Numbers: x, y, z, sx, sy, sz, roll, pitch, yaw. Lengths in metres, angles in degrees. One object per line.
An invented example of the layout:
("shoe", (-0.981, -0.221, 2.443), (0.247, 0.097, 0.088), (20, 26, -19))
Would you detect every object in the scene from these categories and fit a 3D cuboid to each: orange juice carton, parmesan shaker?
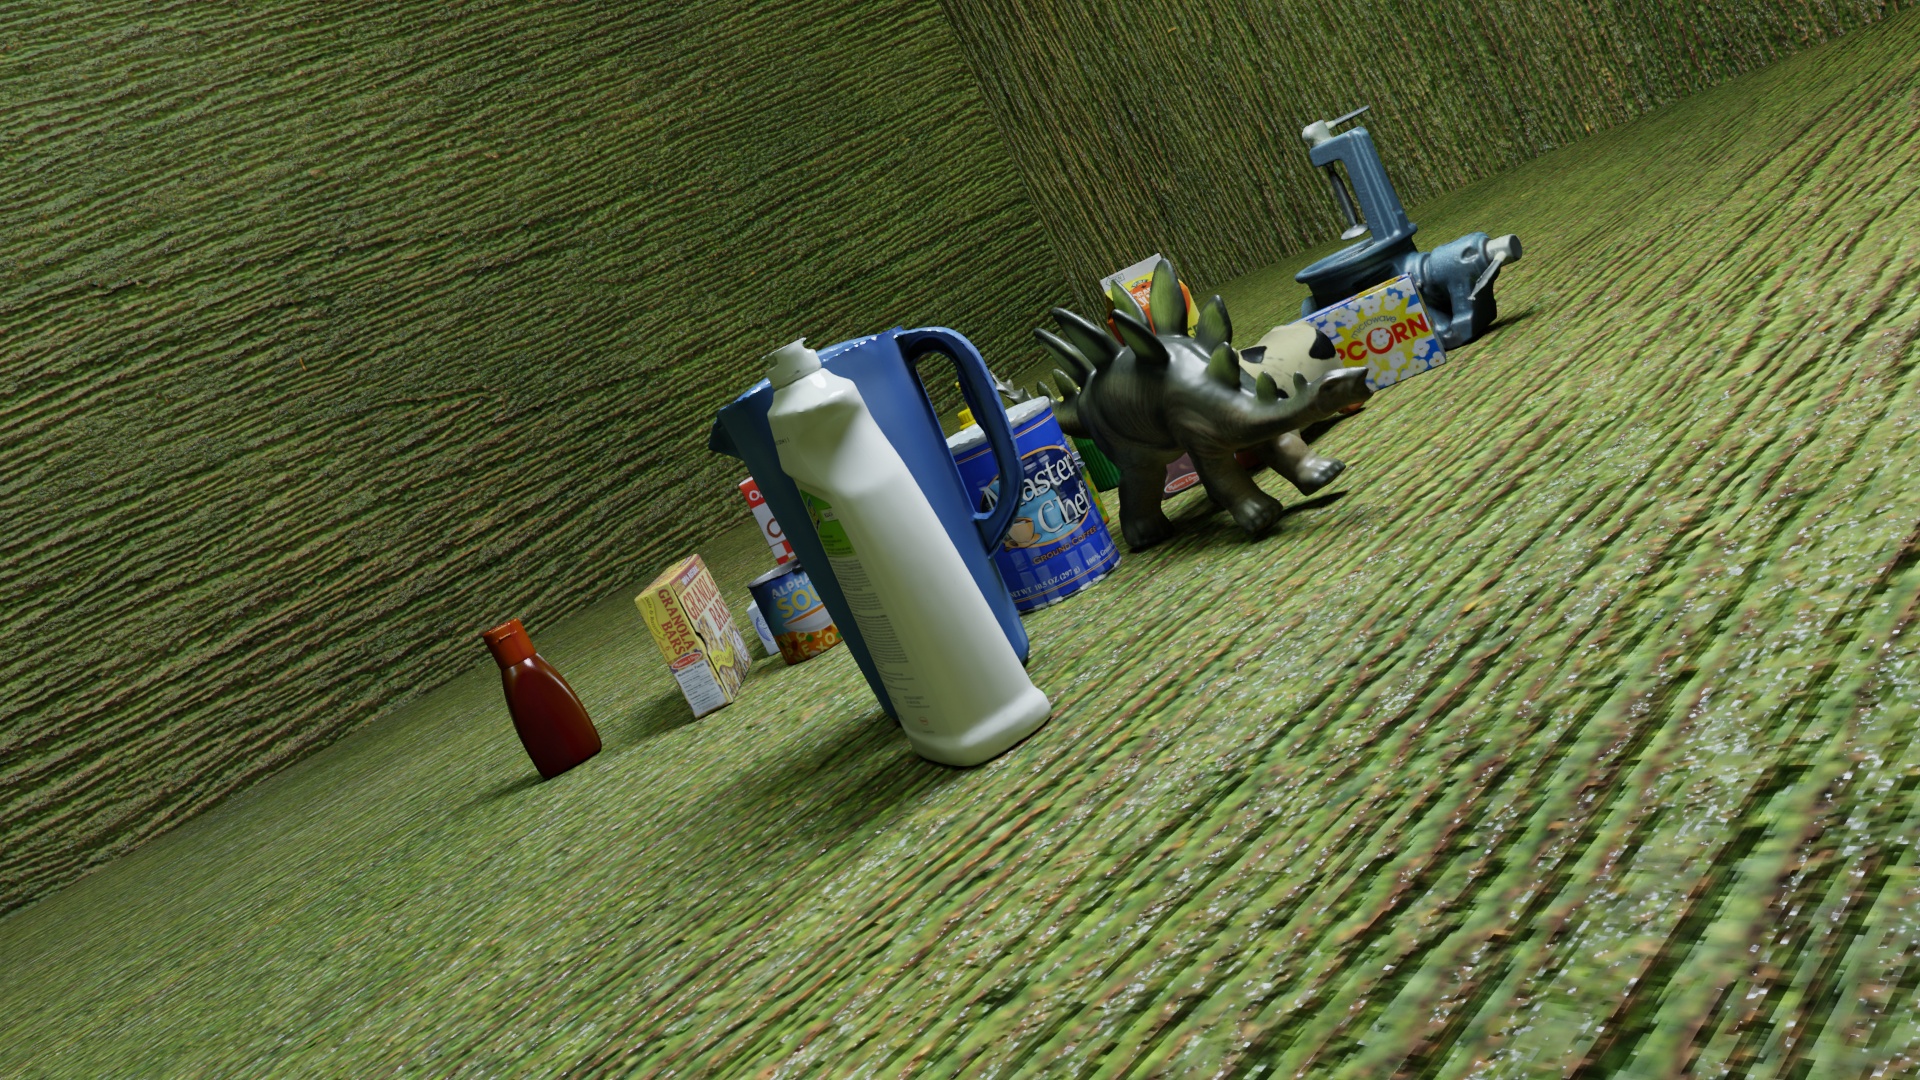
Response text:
("orange juice carton", (0.213, -0.193, 1.425), (0.072, 0.192, 0.073), (-27, 8, -8))
("parmesan shaker", (0.144, -0.108, 1.411), (0.071, 0.103, 0.071), (-25, 8, 4))

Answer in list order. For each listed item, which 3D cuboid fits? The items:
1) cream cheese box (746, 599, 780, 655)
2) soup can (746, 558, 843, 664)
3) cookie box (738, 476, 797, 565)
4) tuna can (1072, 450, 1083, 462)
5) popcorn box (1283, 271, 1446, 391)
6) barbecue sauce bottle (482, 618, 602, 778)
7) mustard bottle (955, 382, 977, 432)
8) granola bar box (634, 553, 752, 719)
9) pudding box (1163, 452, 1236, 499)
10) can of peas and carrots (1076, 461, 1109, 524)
("cream cheese box", (-0.192, 0.079, 1.428), (0.024, 0.053, 0.104), (-25, 8, 4))
("soup can", (-0.150, 0.064, 1.296), (0.071, 0.083, 0.071), (-25, 8, 4))
("cookie box", (-0.135, -0.012, 1.431), (0.123, 0.167, 0.040), (-25, 8, 9))
("tuna can", (0.125, -0.075, 1.507), (0.071, 0.033, 0.071), (-25, 8, 4))
("popcorn box", (0.363, -0.177, 1.258), (0.126, 0.085, 0.038), (-22, 9, 22))
("barbecue sauce bottle", (-0.398, 0.146, 1.307), (0.065, 0.148, 0.043), (-28, 8, -17))
("mustard bottle", (0.036, -0.098, 1.475), (0.065, 0.160, 0.049), (-17, 12, 46))
("granola bar box", (-0.248, 0.086, 1.313), (0.039, 0.124, 0.166), (-26, 8, 2))
("pudding box", (0.206, -0.077, 1.226), (0.084, 0.049, 0.030), (-25, 8, 3))
("can of peas and carrots", (0.091, -0.030, 1.248), (0.071, 0.058, 0.071), (-25, 8, 4))
